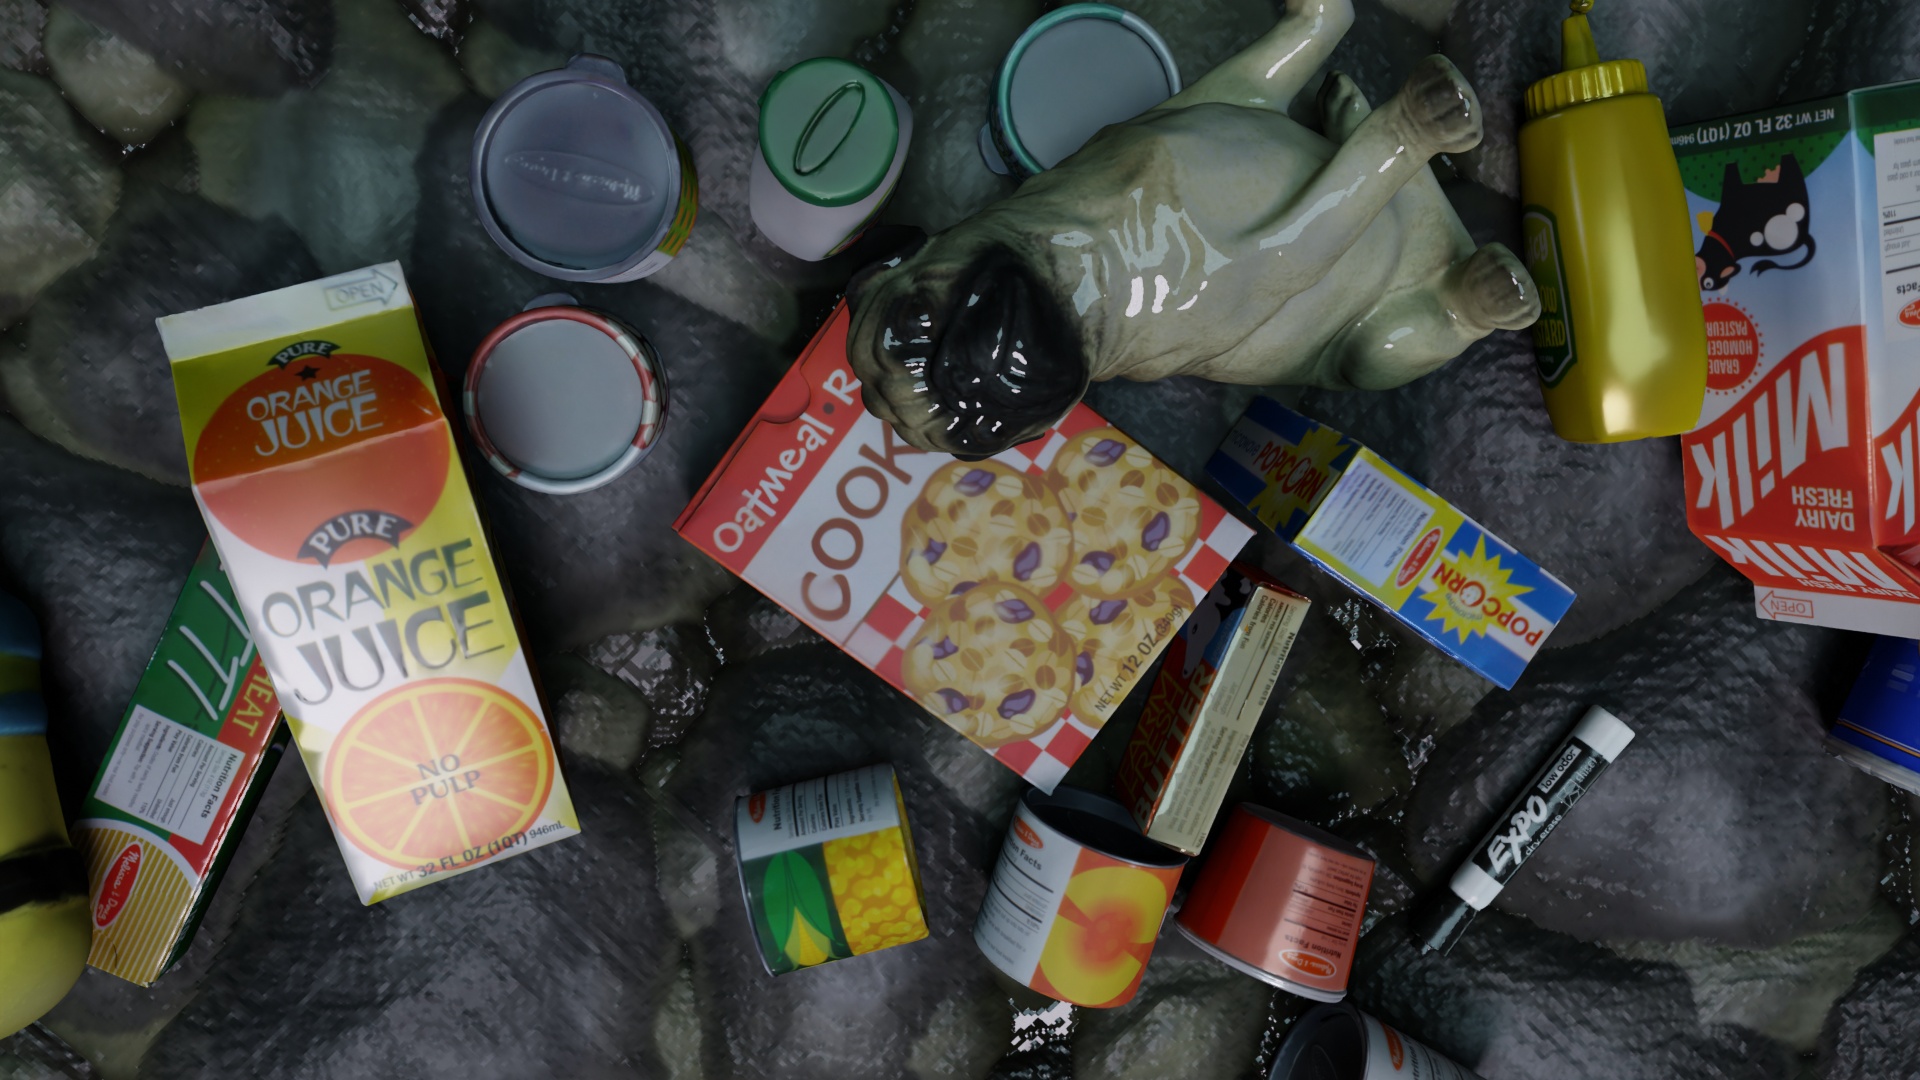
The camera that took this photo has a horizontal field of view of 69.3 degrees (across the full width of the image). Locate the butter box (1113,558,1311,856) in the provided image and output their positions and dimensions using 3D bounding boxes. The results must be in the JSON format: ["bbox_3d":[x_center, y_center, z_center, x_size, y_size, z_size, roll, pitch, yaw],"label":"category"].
[{"bbox_3d":[0.091,0.059,0.514,0.024,0.053,0.103,21,98,-10],"label":"butter box"}]

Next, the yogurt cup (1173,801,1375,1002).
[{"bbox_3d":[0.121,0.134,0.524,0.072,0.072,0.054,22,89,-8],"label":"yogurt cup"}]

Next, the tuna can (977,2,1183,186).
[{"bbox_3d":[0.041,-0.151,0.487,0.071,0.033,0.071,-1,99,-5],"label":"tuna can"}]

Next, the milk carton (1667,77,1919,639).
[{"bbox_3d":[0.309,-0.060,0.493,0.074,0.072,0.190,-13,100,-23],"label":"milk carton"}]

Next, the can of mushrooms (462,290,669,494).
[{"bbox_3d":[-0.139,-0.052,0.488,0.071,0.033,0.071,-1,100,-4],"label":"can of mushrooms"}]

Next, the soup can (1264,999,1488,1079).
[{"bbox_3d":[0.169,0.230,0.542,0.084,0.071,0.071,31,96,-9],"label":"soup can"}]

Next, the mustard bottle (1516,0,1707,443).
[{"bbox_3d":[0.227,-0.116,0.494,0.049,0.065,0.160,-9,94,6],"label":"mustard bottle"}]

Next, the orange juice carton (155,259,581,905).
[{"bbox_3d":[-0.186,0.012,0.448,0.072,0.073,0.191,-17,113,-16],"label":"orange juice carton"}]

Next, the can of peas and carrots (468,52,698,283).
[{"bbox_3d":[-0.123,-0.122,0.465,0.071,0.059,0.071,-1,99,-5],"label":"can of peas and carrots"}]

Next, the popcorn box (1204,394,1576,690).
[{"bbox_3d":[0.138,-0.005,0.470,0.085,0.127,0.038,33,100,-9],"label":"popcorn box"}]

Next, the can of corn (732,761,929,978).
[{"bbox_3d":[-0.046,0.121,0.507,0.058,0.071,0.071,-13,100,-2],"label":"can of corn"}]

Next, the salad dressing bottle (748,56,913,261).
[{"bbox_3d":[-0.040,-0.118,0.427,0.044,0.148,0.064,36,96,-9],"label":"salad dressing bottle"}]

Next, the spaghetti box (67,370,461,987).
[{"bbox_3d":[-0.255,0.041,0.496,0.050,0.029,0.249,27,96,-8],"label":"spaghetti box"}]

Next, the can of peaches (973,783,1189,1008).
[{"bbox_3d":[0.046,0.131,0.516,0.071,0.071,0.058,18,98,-7],"label":"can of peaches"}]

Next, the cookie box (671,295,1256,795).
[{"bbox_3d":[0.002,-0.006,0.503,0.167,0.040,0.123,36,95,-9],"label":"cookie box"}]
